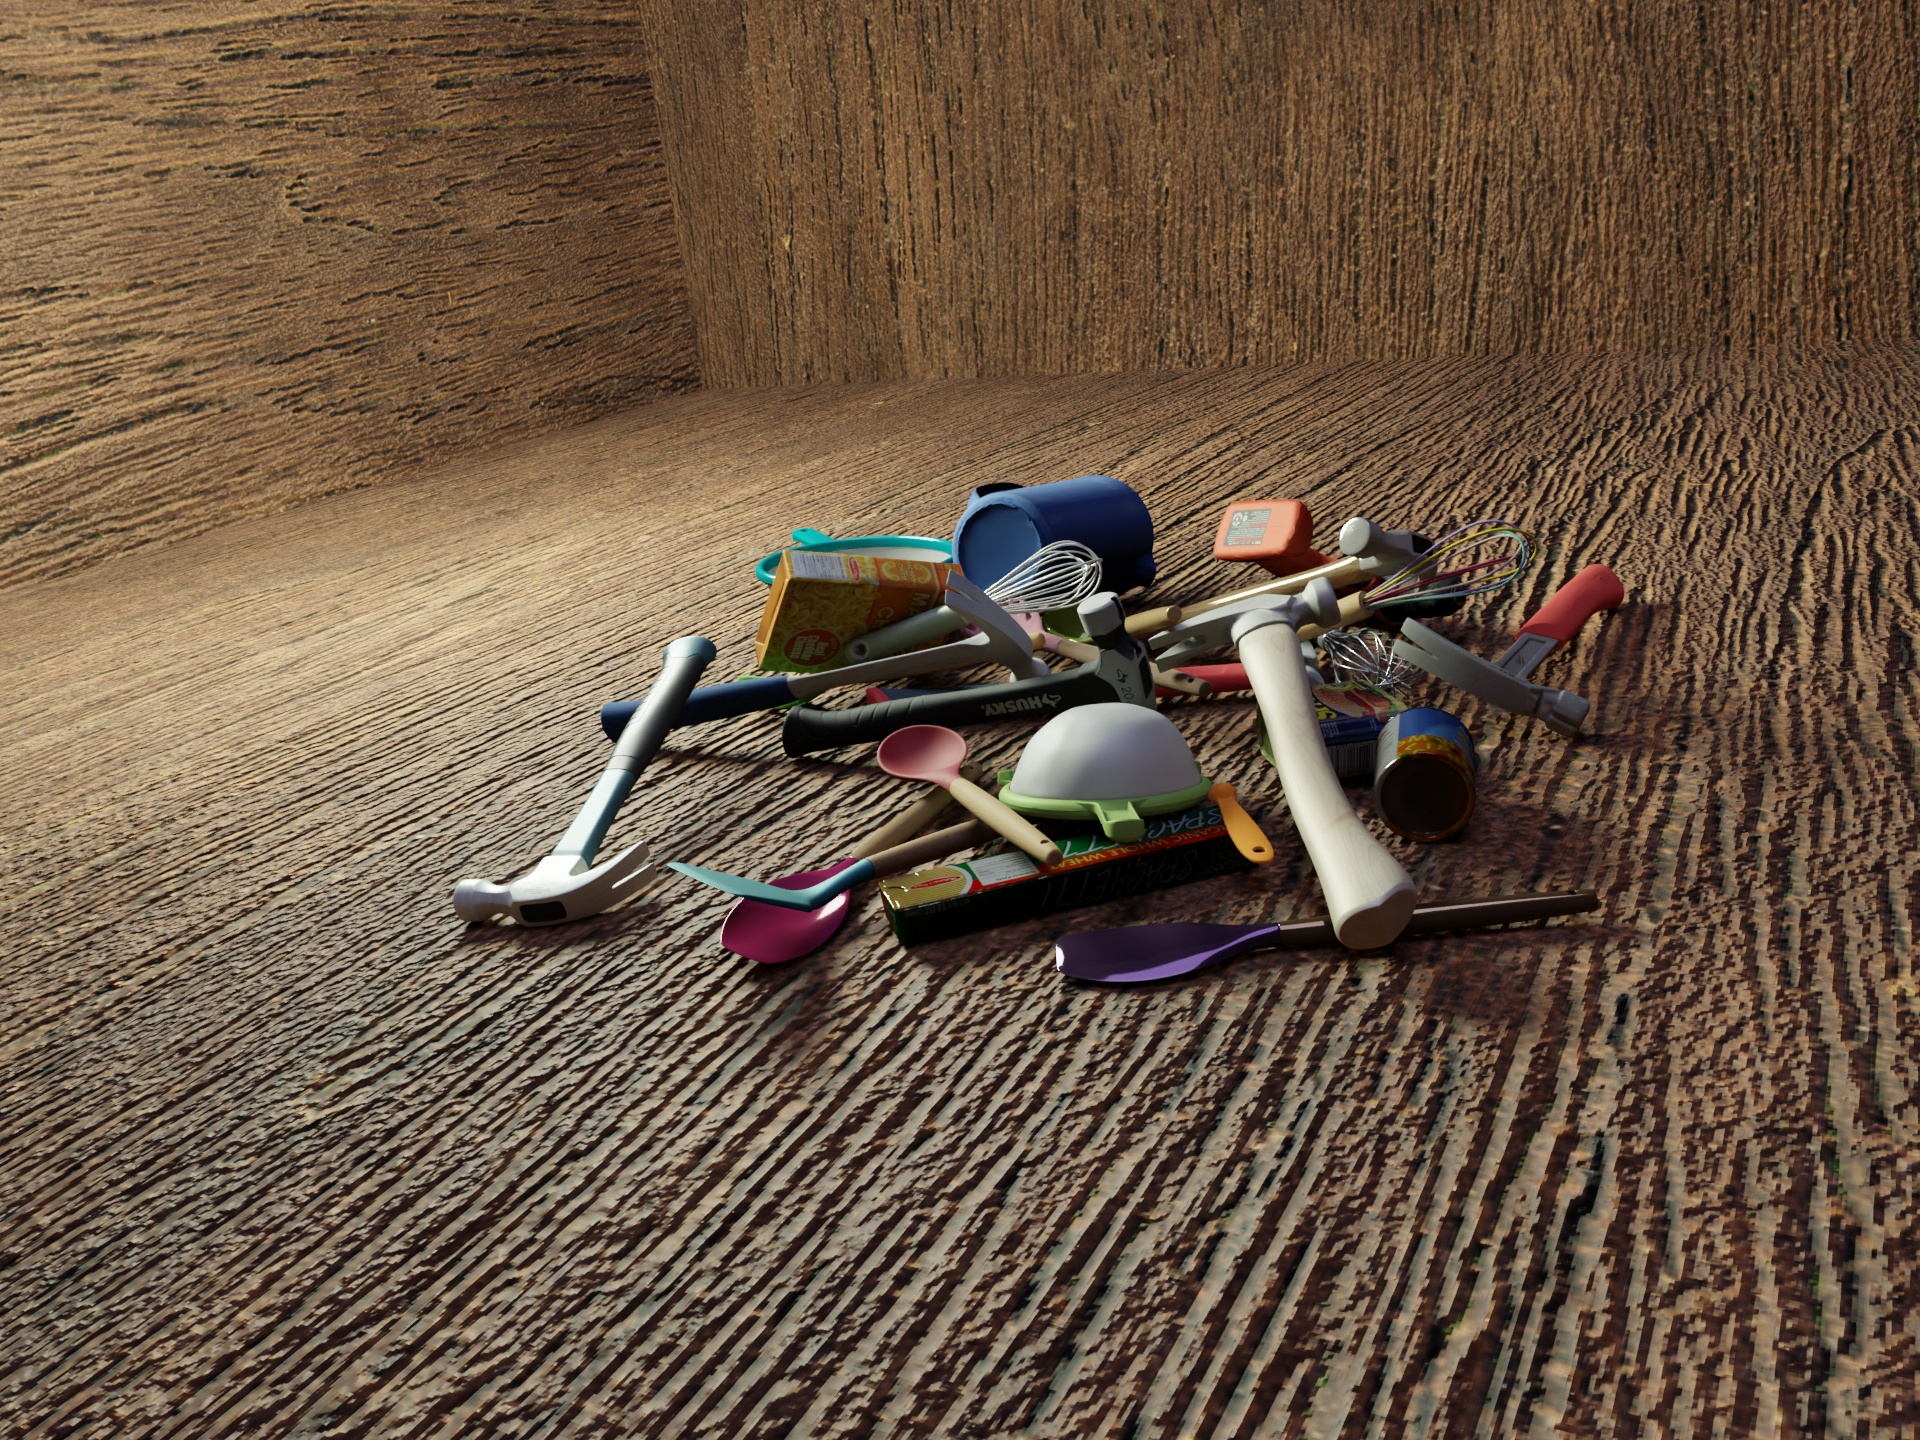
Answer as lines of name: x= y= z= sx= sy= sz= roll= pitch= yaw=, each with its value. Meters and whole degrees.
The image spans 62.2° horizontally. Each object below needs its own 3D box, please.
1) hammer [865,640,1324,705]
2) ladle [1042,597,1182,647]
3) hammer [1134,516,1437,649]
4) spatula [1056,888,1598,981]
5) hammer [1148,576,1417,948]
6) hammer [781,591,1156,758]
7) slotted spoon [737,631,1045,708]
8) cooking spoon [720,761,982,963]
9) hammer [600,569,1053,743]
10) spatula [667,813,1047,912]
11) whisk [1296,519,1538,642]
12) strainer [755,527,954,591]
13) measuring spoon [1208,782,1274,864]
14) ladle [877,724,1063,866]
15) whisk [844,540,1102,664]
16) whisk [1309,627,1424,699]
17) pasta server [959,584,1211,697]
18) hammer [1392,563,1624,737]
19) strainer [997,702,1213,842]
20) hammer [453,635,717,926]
hammer: x=0.112 y=-0.031 z=1.378 sx=0.386 sy=0.038 sz=0.143 roll=-4 pitch=18 yaw=7
ladle: x=0.136 y=-0.089 z=1.371 sx=0.078 sy=0.062 sz=0.320 roll=1 pitch=-2 yaw=-10
hammer: x=0.267 y=-0.107 z=1.379 sx=0.130 sy=0.031 sz=0.331 roll=10 pitch=-16 yaw=-35
spatula: x=0.214 y=0.124 z=0.936 sx=0.316 sy=0.018 sz=0.060 roll=-7 pitch=24 yaw=3
hammer: x=0.219 y=0.020 z=1.070 sx=0.146 sy=0.038 sz=0.411 roll=-18 pitch=28 yaw=10
hammer: x=-0.002 y=-0.004 z=1.257 sx=0.335 sy=0.146 sz=0.035 roll=-9 pitch=27 yaw=30
slotted spoon: x=-0.066 y=-0.044 z=1.395 sx=0.314 sy=0.031 sz=0.070 roll=-10 pitch=-18 yaw=30
cooking spoon: x=-0.061 y=0.093 z=1.119 sx=0.069 sy=0.017 sz=0.319 roll=18 pitch=28 yaw=23
hammer: x=-0.132 y=-0.034 z=1.332 sx=0.405 sy=0.143 sz=0.035 roll=-10 pitch=50 yaw=25
spatula: x=-0.041 y=0.083 z=1.071 sx=0.317 sy=0.044 sz=0.082 roll=-16 pitch=19 yaw=-38
whisk: x=0.341 y=-0.097 z=1.255 sx=0.047 sy=0.051 sz=0.245 roll=2 pitch=-18 yaw=-44
strainer: x=-0.121 y=-0.139 z=1.679 sx=0.211 sy=0.095 sz=0.341 roll=-11 pitch=17 yaw=-18
measuring spoon: x=0.182 y=0.065 z=1.033 sx=0.021 sy=0.011 sz=0.117 roll=-7 pitch=21 yaw=-3
ladle: x=0.009 y=0.052 z=1.108 sx=0.069 sy=0.031 sz=0.316 roll=-18 pitch=17 yaw=-14
whisk: x=0.010 y=-0.098 z=1.403 sx=0.246 sy=0.058 sz=0.059 roll=-19 pitch=-1 yaw=13
whisk: x=0.329 y=-0.061 z=1.368 sx=0.070 sy=0.070 sz=0.285 roll=-7 pitch=14 yaw=-1
pasta server: x=0.100 y=-0.062 z=1.355 sx=0.060 sy=0.040 sz=0.316 roll=-48 pitch=33 yaw=-14
hammer: x=0.486 y=-0.081 z=1.335 sx=0.149 sy=0.036 sz=0.359 roll=30 pitch=31 yaw=21
strainer: x=0.100 y=0.029 z=1.068 sx=0.151 sy=0.069 sz=0.256 roll=-3 pitch=6 yaw=1
hammer: x=-0.257 y=0.036 z=1.211 sx=0.128 sy=0.033 sz=0.331 roll=-1 pitch=35 yaw=15
